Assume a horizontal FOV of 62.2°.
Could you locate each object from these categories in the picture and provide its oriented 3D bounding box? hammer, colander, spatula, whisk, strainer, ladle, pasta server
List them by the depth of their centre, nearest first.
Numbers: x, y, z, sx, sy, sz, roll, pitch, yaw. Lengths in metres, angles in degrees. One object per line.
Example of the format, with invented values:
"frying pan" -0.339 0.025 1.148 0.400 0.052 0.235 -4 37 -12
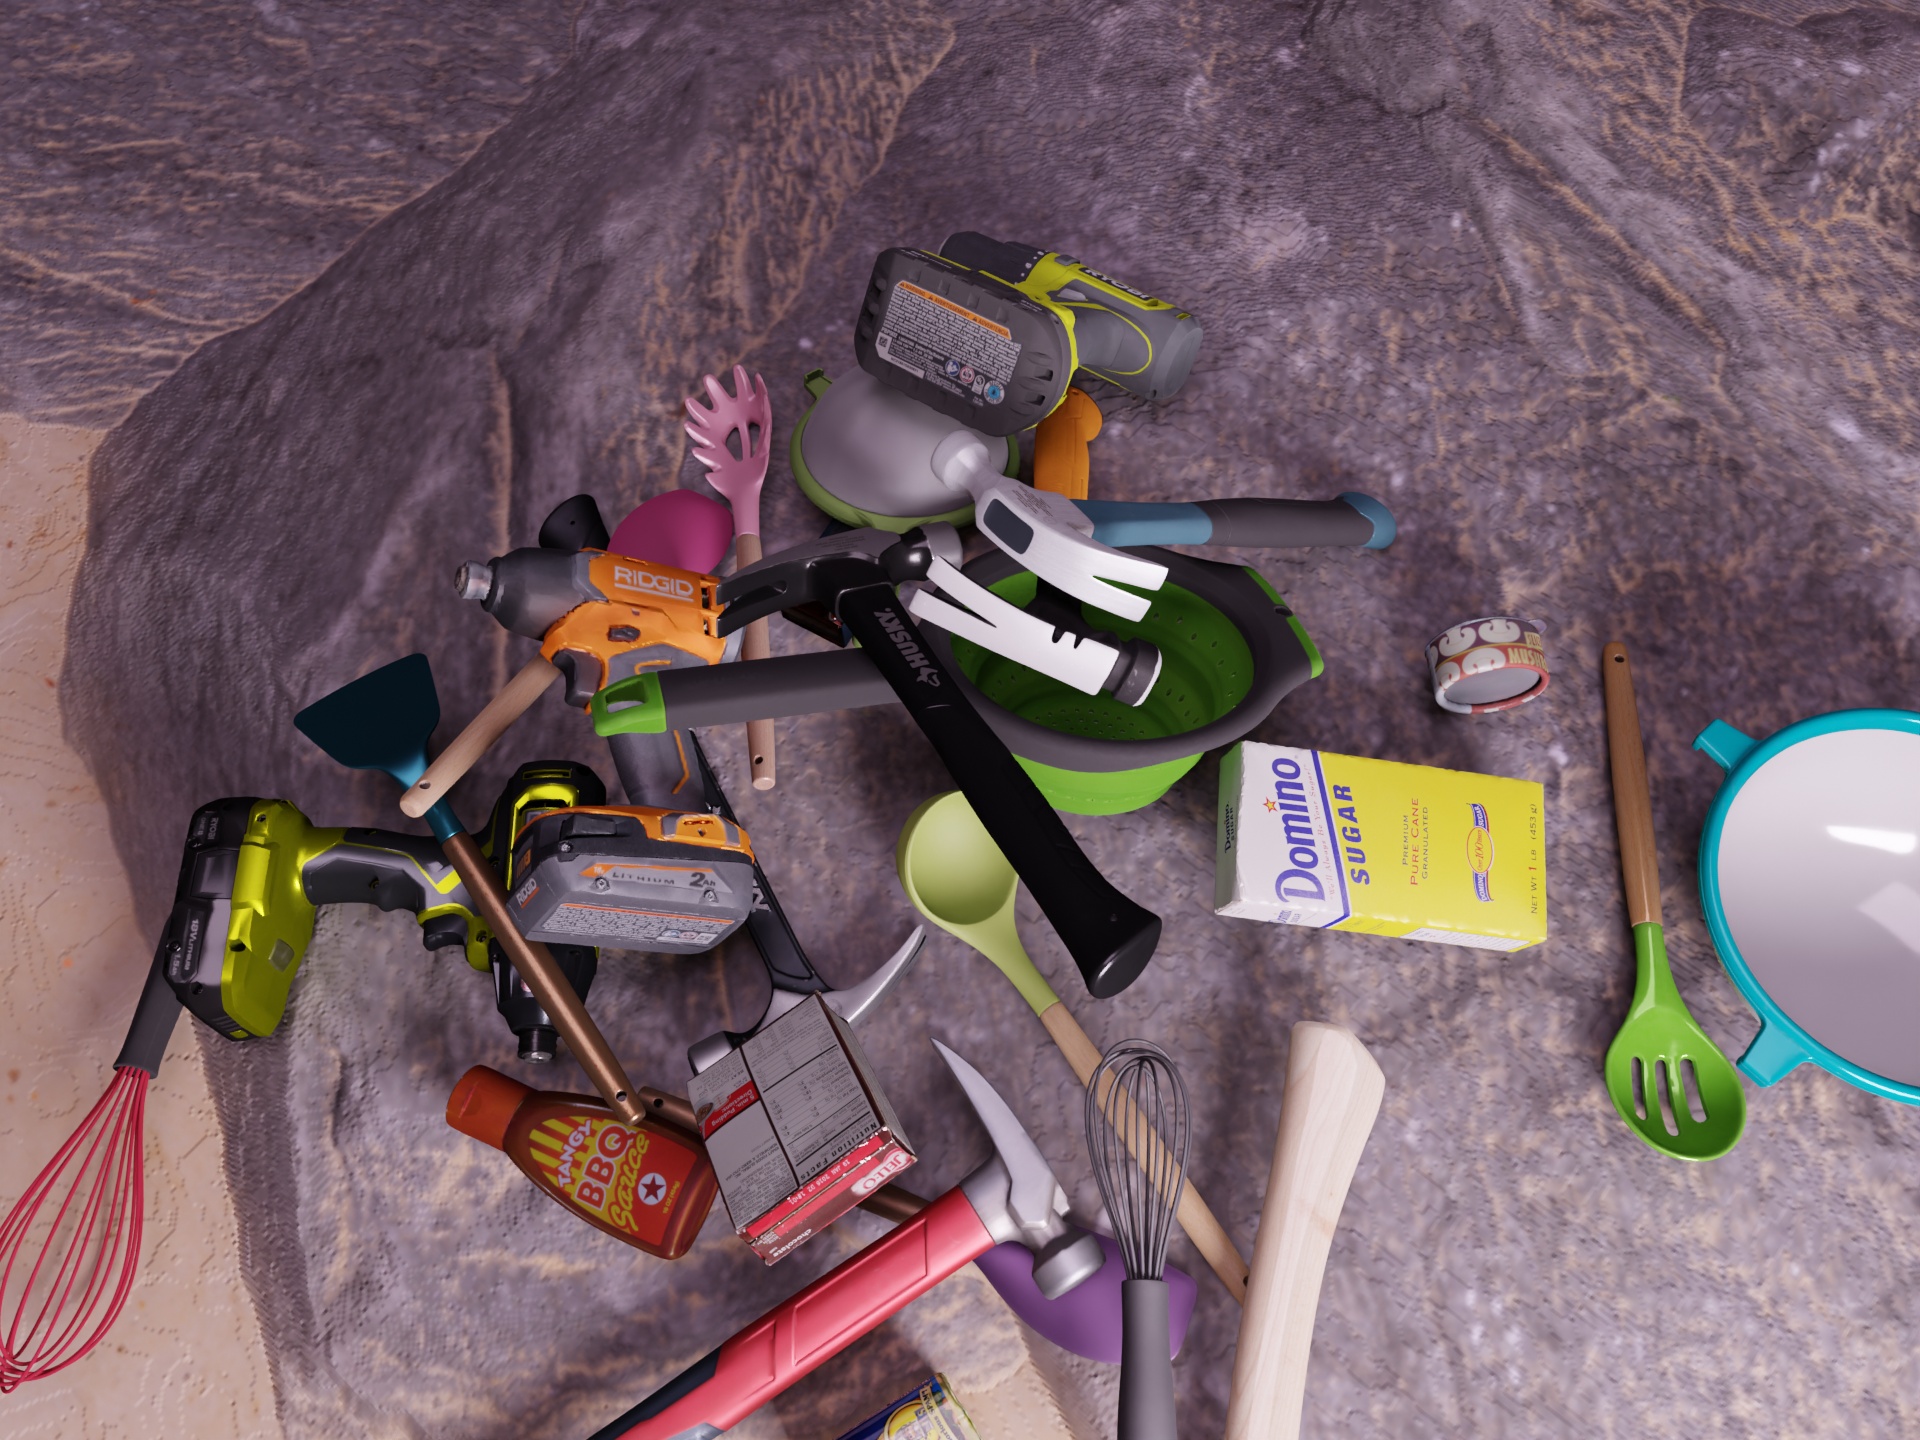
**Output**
"hammer" 0.135 0.345 0.760 0.146 0.038 0.411 10 68 10
"whisk" 0.087 0.272 0.765 0.055 0.055 0.239 0 64 4
"hammer" -0.006 0.008 0.773 0.146 0.035 0.335 -14 43 -22
"hammer" -0.125 0.317 0.791 0.386 0.038 0.143 -32 69 -9
"strainer" 0.547 0.109 0.836 0.340 0.095 0.211 2 66 3
"spatula" -0.031 0.259 0.838 0.316 0.018 0.060 20 69 12
"ladle" 0.067 0.172 0.856 0.078 0.062 0.320 -23 65 -30
"spatula" -0.259 0.088 0.866 0.082 0.044 0.318 -31 72 -20
"whisk" -0.458 0.211 0.870 0.073 0.073 0.296 3 58 5
"colander" -0.001 -0.003 0.889 0.397 0.094 0.205 -8 41 -15
"hammer" 0.141 -0.113 0.903 0.331 0.033 0.128 -7 45 -42
"hammer" 0.050 -0.126 0.922 0.127 0.034 0.337 23 31 -9
"hammer" -0.163 0.018 0.960 0.149 0.036 0.409 -25 64 -10
"strainer" -0.040 -0.153 0.986 0.151 0.069 0.257 7 49 1
"pasta server" -0.135 -0.096 0.996 0.060 0.040 0.317 -16 55 11

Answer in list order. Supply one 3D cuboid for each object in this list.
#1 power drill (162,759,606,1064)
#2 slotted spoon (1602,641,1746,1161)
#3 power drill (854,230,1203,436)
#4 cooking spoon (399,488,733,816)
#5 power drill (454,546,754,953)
"power drill" -0.317 0.112 0.900 0.223 0.080 0.171 -3 62 -1
"slotted spoon" 0.384 0.092 0.892 0.070 0.031 0.314 3 62 5
"power drill" 0.031 -0.257 1.011 0.191 0.080 0.228 30 29 17
"cooking spoon" -0.228 -0.051 0.946 0.069 0.017 0.319 27 47 6
"power drill" -0.196 0.005 0.872 0.164 0.084 0.227 11 56 -31
